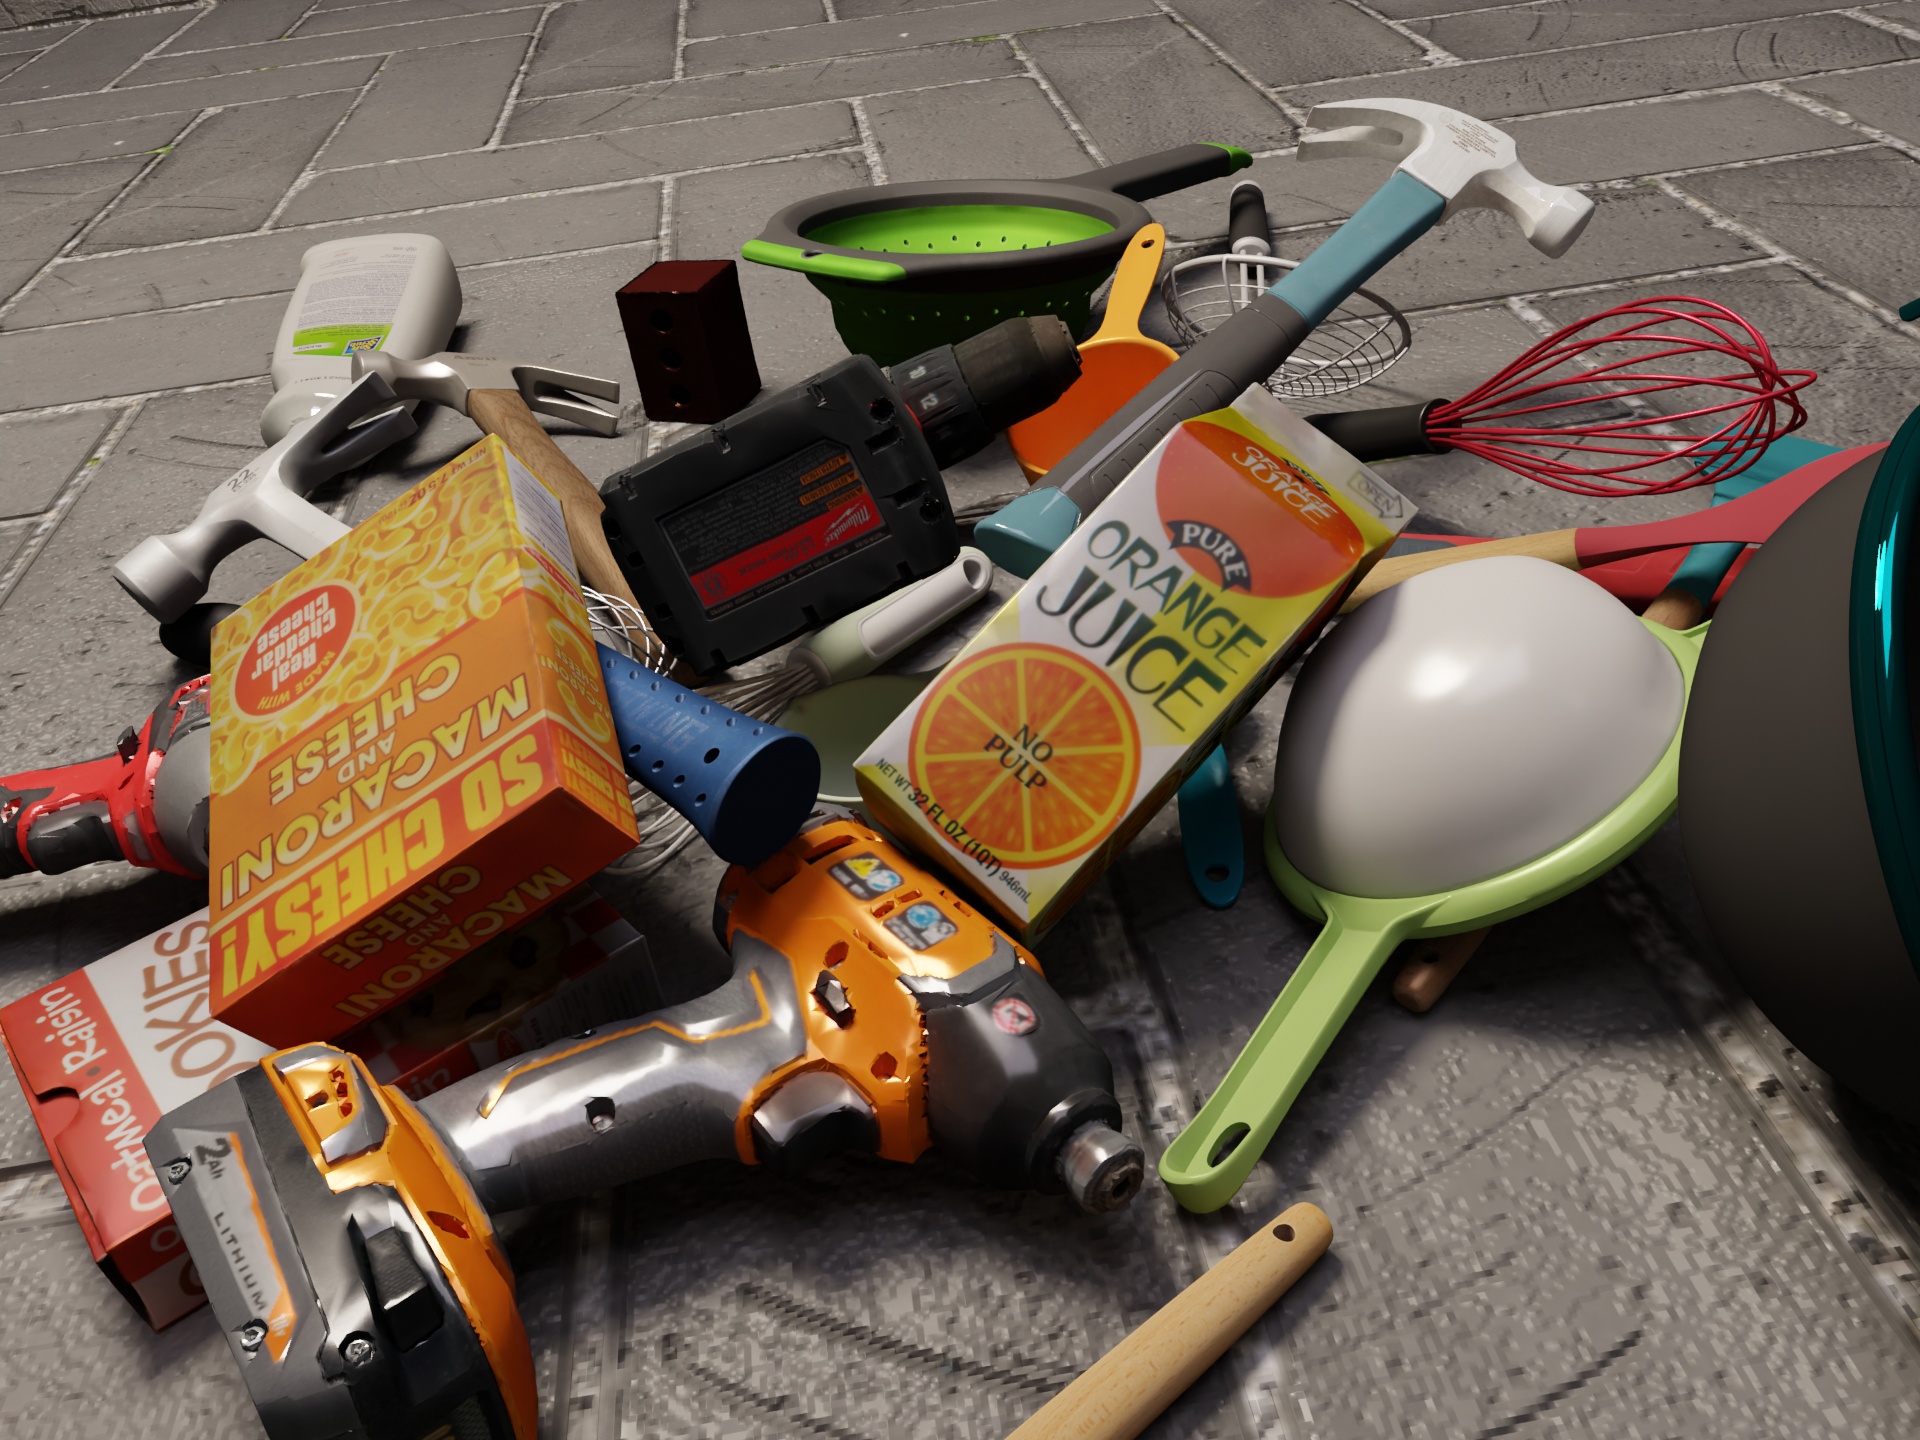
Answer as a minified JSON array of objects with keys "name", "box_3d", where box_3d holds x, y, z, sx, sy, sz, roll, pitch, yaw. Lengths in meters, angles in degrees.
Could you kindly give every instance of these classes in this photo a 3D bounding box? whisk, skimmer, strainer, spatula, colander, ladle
[{"name":"whisk","box_3d":[0.209,-0.122,0.649,0.073,0.073,0.296,-23,14,-22]},{"name":"skimmer","box_3d":[0.179,-0.275,0.910,0.127,0.090,0.364,16,35,-2]},{"name":"strainer","box_3d":[0.122,0.027,0.479,0.151,0.069,0.256,-4,37,52]},{"name":"spatula","box_3d":[0.238,-0.015,0.547,0.082,0.044,0.317,26,62,35]},{"name":"colander","box_3d":[0.052,-0.260,0.917,0.205,0.094,0.397,21,36,35]},{"name":"whisk","box_3d":[-0.238,-0.030,0.669,0.285,0.070,0.070,6,37,26]},{"name":"whisk","box_3d":[-0.065,-0.015,0.627,0.059,0.057,0.246,-16,16,47]},{"name":"ladle","box_3d":[0.197,-0.057,0.571,0.315,0.031,0.069,-8,24,37]},{"name":"strainer","box_3d":[0.233,0.072,0.401,0.095,0.210,0.340,-17,39,56]}]

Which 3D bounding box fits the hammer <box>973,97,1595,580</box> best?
[{"name":"hammer","box_3d":[0.134,-0.169,0.697,0.128,0.033,0.331,41,69,16]}]

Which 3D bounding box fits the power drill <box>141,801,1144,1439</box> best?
[{"name":"power drill","box_3d":[-0.072,0.114,0.418,0.226,0.084,0.164,-24,38,-29]}]

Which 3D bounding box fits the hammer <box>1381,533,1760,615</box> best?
[{"name":"hammer","box_3d":[0.249,-0.068,0.652,0.386,0.038,0.143,5,36,17]}]

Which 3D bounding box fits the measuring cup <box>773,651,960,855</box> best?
[{"name":"measuring cup","box_3d":[-0.001,-0.002,0.605,0.083,0.038,0.167,22,43,35]}]

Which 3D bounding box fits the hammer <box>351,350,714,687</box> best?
[{"name":"hammer","box_3d":[-0.192,-0.110,0.775,0.130,0.031,0.332,-7,36,-32]}]

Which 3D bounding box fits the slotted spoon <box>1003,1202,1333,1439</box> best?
[{"name":"slotted spoon","box_3d":[-0.023,0.197,0.337,0.314,0.031,0.070,-29,41,-31]}]

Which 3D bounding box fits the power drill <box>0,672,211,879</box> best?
[{"name":"power drill","box_3d":[-0.332,0.046,0.545,0.219,0.078,0.143,-18,22,-20]}]

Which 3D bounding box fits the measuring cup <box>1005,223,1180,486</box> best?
[{"name":"measuring cup","box_3d":[0.081,-0.164,0.764,0.095,0.052,0.174,0,54,26]}]

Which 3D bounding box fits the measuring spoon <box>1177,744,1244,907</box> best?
[{"name":"measuring spoon","box_3d":[0.088,0.022,0.578,0.042,0.021,0.129,-6,44,7]}]

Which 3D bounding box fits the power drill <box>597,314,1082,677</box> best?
[{"name":"power drill","box_3d":[-0.038,-0.108,0.650,0.188,0.080,0.227,-24,14,10]}]

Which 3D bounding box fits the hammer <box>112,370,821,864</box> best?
[{"name":"hammer","box_3d":[-0.188,-0.045,0.594,0.406,0.035,0.144,25,64,42]}]
